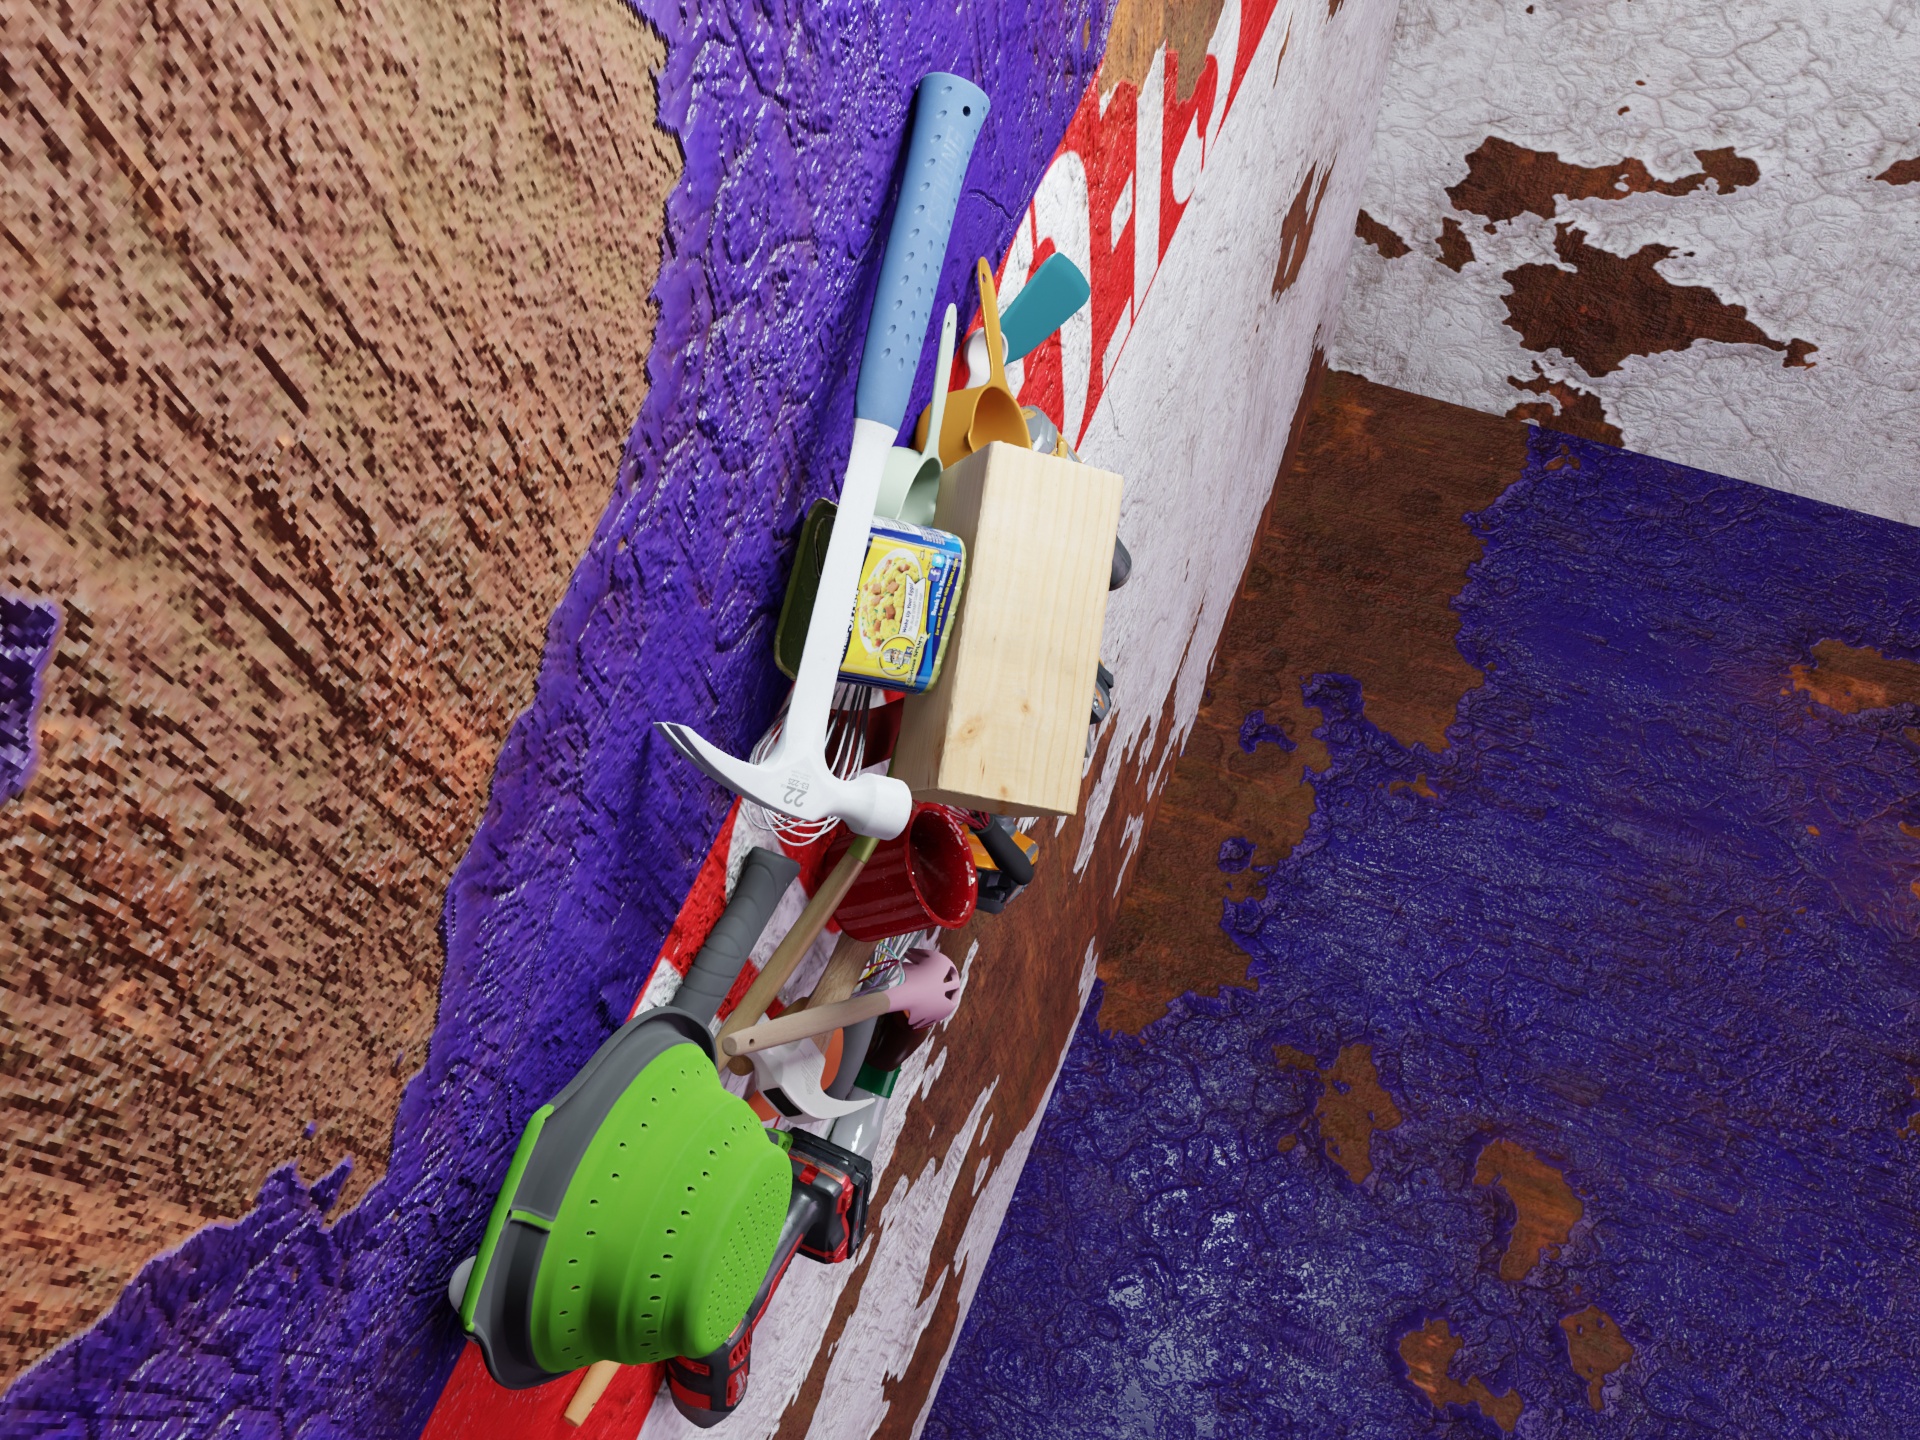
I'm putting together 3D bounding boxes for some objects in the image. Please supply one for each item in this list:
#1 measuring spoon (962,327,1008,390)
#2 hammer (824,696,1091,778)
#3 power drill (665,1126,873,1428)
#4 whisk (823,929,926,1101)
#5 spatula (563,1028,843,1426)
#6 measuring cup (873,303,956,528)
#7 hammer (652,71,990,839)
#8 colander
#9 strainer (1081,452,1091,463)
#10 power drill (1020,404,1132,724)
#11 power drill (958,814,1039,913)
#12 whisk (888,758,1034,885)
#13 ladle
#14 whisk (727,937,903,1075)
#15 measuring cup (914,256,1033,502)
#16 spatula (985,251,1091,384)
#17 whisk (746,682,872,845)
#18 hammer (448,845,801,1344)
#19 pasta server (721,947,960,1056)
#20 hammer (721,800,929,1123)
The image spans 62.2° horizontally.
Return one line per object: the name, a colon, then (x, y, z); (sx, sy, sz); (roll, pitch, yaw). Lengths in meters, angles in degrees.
measuring spoon: (-0.002, -0.213, 1.098); (0.034, 0.018, 0.124); (10, 107, -40)
hammer: (-0.002, -0.004, 1.160); (0.359, 0.037, 0.149); (-24, 105, -58)
power drill: (-0.154, 0.441, 1.243); (0.220, 0.078, 0.143); (-50, 155, -49)
whisk: (-0.073, 0.220, 1.336); (0.239, 0.055, 0.055); (-69, 167, 12)
spatula: (-0.173, 0.344, 1.107); (0.081, 0.041, 0.323); (100, 16, -46)
measuring cup: (-0.034, -0.175, 0.976); (0.083, 0.038, 0.167); (-40, 145, -65)
hammer: (-0.052, -0.148, 0.844); (0.144, 0.035, 0.405); (16, 83, -32)
colander: (-0.133, 0.274, 0.903); (0.397, 0.094, 0.204); (41, 68, -74)
strainer: (0.040, -0.112, 1.343); (0.087, 0.050, 0.258); (-48, 160, -76)
power drill: (0.073, -0.098, 1.198); (0.185, 0.084, 0.226); (47, 40, -44)
power drill: (0.033, 0.055, 1.458); (0.164, 0.084, 0.226); (-27, 129, -70)
whisk: (0.010, 0.074, 1.302); (0.073, 0.073, 0.295); (-67, 152, -19)
ladle: (-0.076, 0.115, 1.023); (0.320, 0.062, 0.078); (-55, 134, -3)
whisk: (-0.105, 0.213, 1.191); (0.047, 0.051, 0.245); (-29, 179, 27)
measuring cup: (0.003, -0.217, 1.055); (0.095, 0.052, 0.173); (1, 83, -61)
spatula: (0.011, -0.176, 1.131); (0.082, 0.044, 0.317); (17, 93, -67)
whisk: (-0.064, -0.044, 0.998); (0.070, 0.070, 0.285); (89, 18, -54)
hammer: (-0.178, 0.211, 0.924); (0.146, 0.035, 0.335); (89, 24, -53)
pasta server: (-0.074, 0.198, 1.089); (0.316, 0.040, 0.060); (3, 79, -64)
hammer: (-0.074, 0.165, 1.193); (0.130, 0.031, 0.331); (59, 32, -23)
